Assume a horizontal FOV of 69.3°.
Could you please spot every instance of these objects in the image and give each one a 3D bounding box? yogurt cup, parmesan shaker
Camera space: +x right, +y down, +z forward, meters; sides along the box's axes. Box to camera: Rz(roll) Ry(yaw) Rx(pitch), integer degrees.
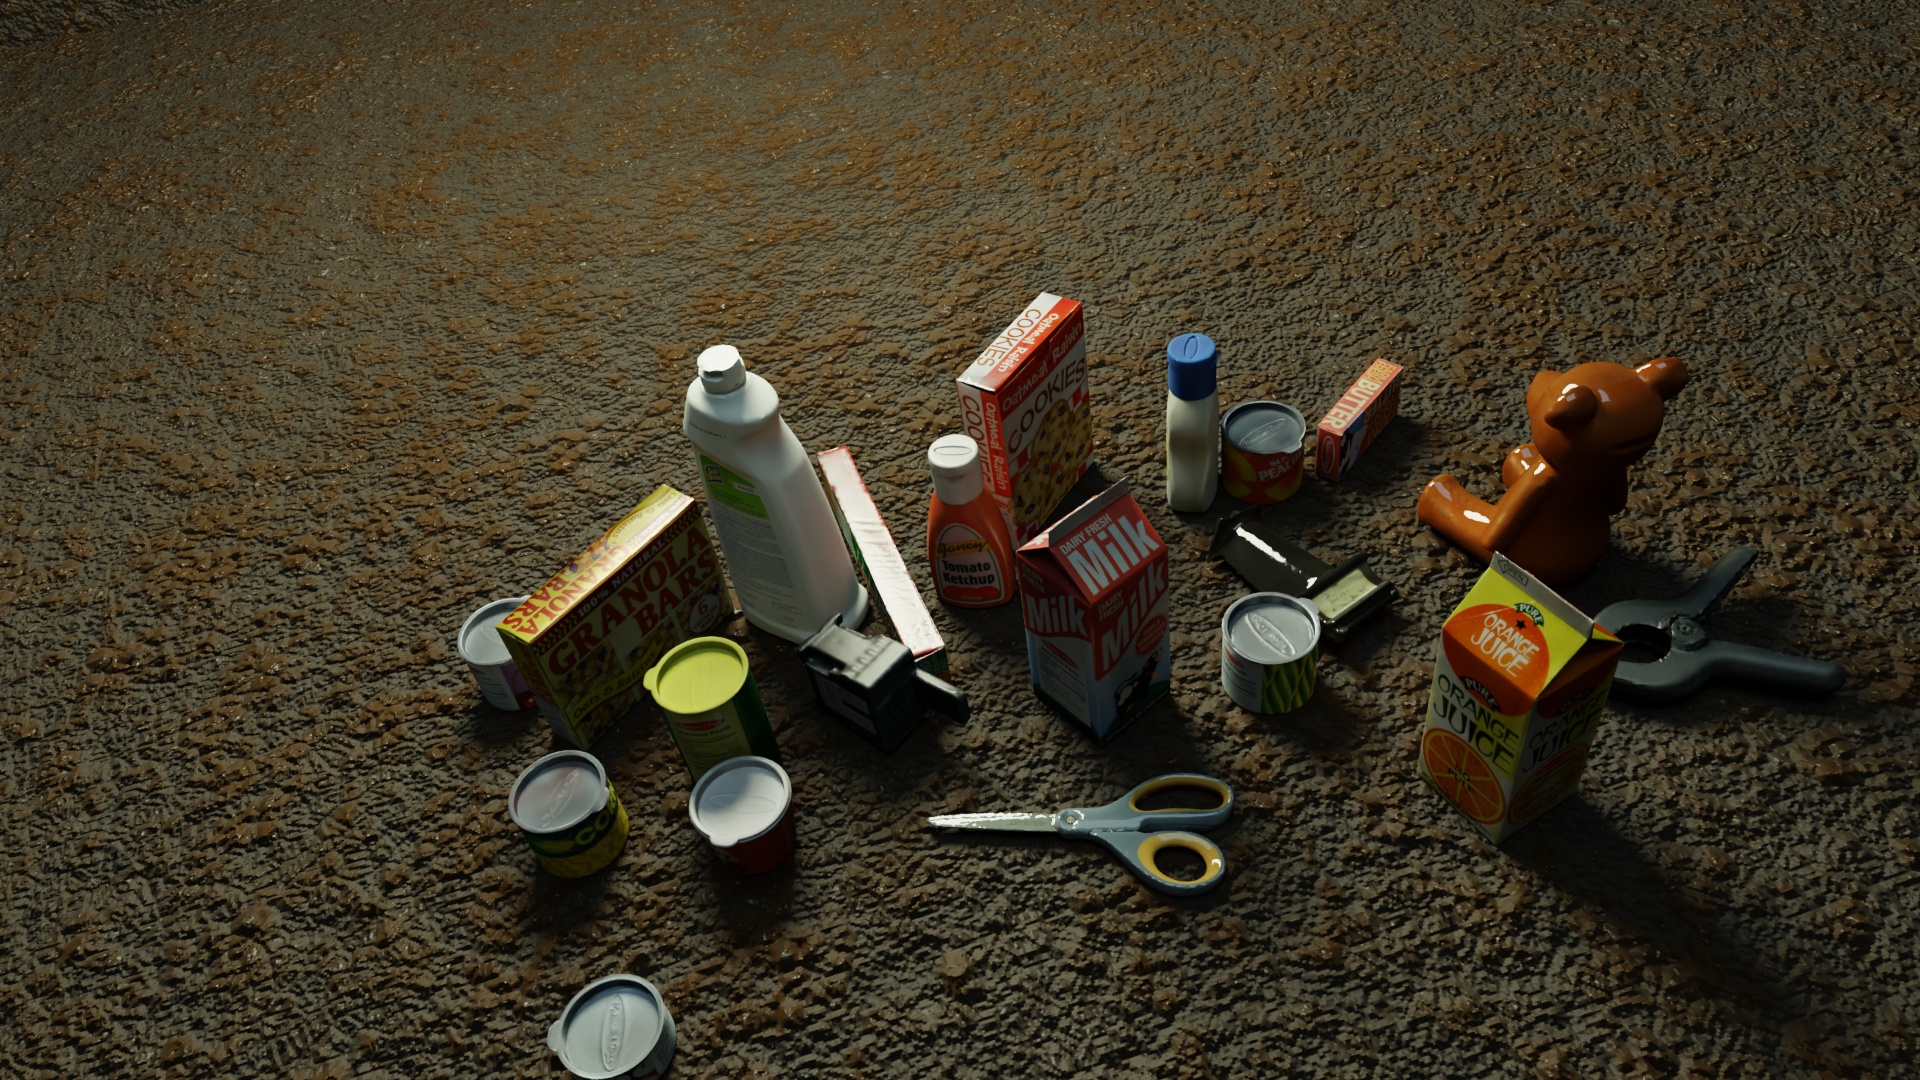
[{"bbox_3d":[-0.142,0.186,0.928,0.072,0.053,0.073,-5,45,5],"label":"yogurt cup"},{"bbox_3d":[-0.170,0.125,0.959,0.071,0.102,0.072,-5,45,5],"label":"parmesan shaker"}]

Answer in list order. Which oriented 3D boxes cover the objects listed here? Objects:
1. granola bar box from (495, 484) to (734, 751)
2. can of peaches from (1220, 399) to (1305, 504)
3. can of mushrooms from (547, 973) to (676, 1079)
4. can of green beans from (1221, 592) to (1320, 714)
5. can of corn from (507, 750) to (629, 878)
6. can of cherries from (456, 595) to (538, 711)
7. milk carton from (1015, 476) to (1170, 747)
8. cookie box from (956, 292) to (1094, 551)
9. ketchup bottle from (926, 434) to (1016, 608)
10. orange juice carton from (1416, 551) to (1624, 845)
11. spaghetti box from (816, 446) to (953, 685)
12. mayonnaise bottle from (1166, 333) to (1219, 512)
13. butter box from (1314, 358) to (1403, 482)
[{"bbox_3d":[-0.248,0.057,1.027,0.039,0.123,0.166,24,53,30],"label":"granola bar box"},{"bbox_3d":[0.244,-0.069,1.115,0.071,0.057,0.071,-5,45,5],"label":"can of peaches"},{"bbox_3d":[-0.209,0.300,0.839,0.071,0.033,0.071,-5,45,5],"label":"can of mushrooms"},{"bbox_3d":[0.216,0.079,0.970,0.071,0.057,0.071,-5,45,5],"label":"can of green beans"},{"bbox_3d":[-0.263,0.187,0.944,0.071,0.058,0.071,-5,45,5],"label":"can of corn"},{"bbox_3d":[-0.339,0.086,1.060,0.071,0.058,0.072,-5,45,5],"label":"can of cherries"},{"bbox_3d":[0.091,0.043,0.934,0.072,0.189,0.073,-35,50,-23],"label":"milk carton"},{"bbox_3d":[0.056,-0.092,1.093,0.040,0.166,0.123,21,52,28],"label":"cookie box"},{"bbox_3d":[0.004,-0.013,1.035,0.065,0.148,0.044,1,46,11],"label":"ketchup bottle"},{"bbox_3d":[0.337,0.092,0.840,0.073,0.191,0.072,-27,47,-17],"label":"orange juice carton"},{"bbox_3d":[-0.062,0.020,1.084,0.029,0.050,0.251,-20,45,-10],"label":"spaghetti box"},{"bbox_3d":[0.181,-0.093,1.086,0.041,0.147,0.065,5,46,15],"label":"mayonnaise bottle"},{"bbox_3d":[0.325,-0.099,1.134,0.024,0.052,0.104,26,55,31],"label":"butter box"}]
